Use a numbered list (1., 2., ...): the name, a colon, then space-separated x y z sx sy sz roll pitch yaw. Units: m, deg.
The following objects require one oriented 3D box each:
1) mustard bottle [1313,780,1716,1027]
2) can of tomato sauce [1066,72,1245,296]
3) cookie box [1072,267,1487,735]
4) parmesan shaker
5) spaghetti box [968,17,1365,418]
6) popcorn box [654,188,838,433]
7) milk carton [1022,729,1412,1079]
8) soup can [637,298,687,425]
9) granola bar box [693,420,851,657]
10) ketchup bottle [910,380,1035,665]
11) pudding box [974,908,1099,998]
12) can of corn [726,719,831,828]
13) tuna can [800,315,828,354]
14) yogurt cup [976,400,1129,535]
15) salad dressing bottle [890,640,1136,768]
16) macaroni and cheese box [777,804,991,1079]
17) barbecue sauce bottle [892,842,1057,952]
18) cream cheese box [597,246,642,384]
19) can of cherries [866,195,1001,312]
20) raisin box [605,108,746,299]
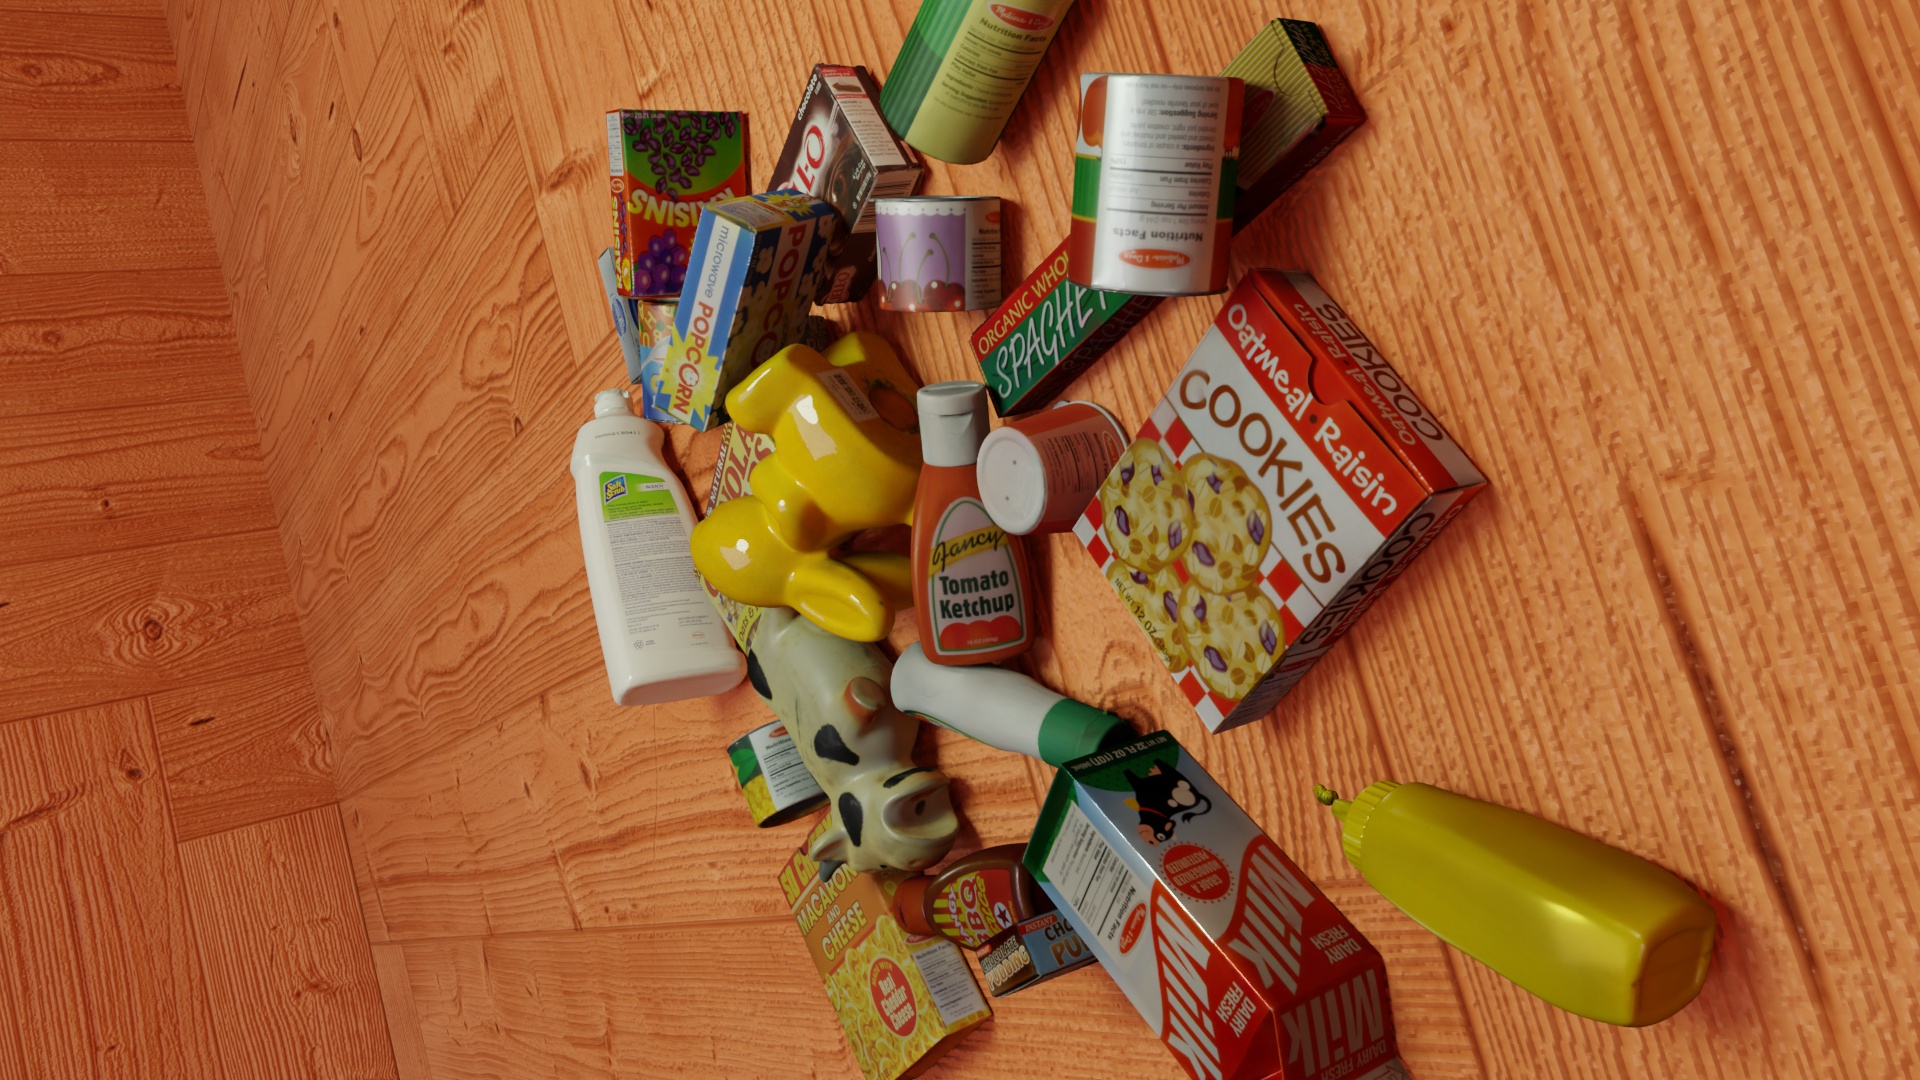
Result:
1. mustard bottle: 0.196 0.126 0.526 0.160 0.065 0.048 21 111 56
2. can of tomato sauce: 0.078 -0.145 0.561 0.071 0.071 0.082 24 117 49
3. cookie box: 0.127 -0.014 0.599 0.123 0.040 0.166 58 139 27
4. parmesan shaker: 0.006 -0.245 0.679 0.071 0.071 0.102 62 141 23
5. spaghetti box: 0.081 -0.136 0.640 0.249 0.029 0.050 -40 67 51
6. popcorn box: -0.121 -0.132 0.788 0.038 0.085 0.126 29 119 14
7. milk carton: 0.118 0.183 0.637 0.191 0.072 0.073 48 134 38
8. soup can: -0.193 -0.129 0.985 0.071 0.071 0.083 19 114 50
9. granola bar box: -0.129 -0.003 0.955 0.124 0.039 0.164 50 135 35
10. ketchup bottle: 0.003 -0.009 0.739 0.044 0.065 0.148 -108 11 -71
11. pudding box: 0.056 0.206 0.718 0.049 0.084 0.030 -49 57 48
12. can of corn: -0.121 0.161 0.965 0.071 0.071 0.058 -46 62 49
13. tuna can: -0.115 -0.124 0.883 0.071 0.071 0.032 2 100 54
14. yogurt cup: 0.045 -0.034 0.695 0.072 0.054 0.072 20 115 50
15. salad dressing bottle: 0.027 0.093 0.752 0.148 0.064 0.044 16 89 43
16. macaroni and cheese box: -0.057 0.266 0.924 0.167 0.040 0.123 60 139 24
17. barbecue sauce bottle: 0.012 0.212 0.813 0.148 0.044 0.065 -23 86 54
18. cream cheese box: -0.231 -0.169 1.040 0.024 0.053 0.104 -28 76 51
19. can of cherries: -0.014 -0.152 0.733 0.071 0.072 0.058 18 114 51
20. raisin box: -0.189 -0.227 0.938 0.040 0.086 0.123 22 116 56
